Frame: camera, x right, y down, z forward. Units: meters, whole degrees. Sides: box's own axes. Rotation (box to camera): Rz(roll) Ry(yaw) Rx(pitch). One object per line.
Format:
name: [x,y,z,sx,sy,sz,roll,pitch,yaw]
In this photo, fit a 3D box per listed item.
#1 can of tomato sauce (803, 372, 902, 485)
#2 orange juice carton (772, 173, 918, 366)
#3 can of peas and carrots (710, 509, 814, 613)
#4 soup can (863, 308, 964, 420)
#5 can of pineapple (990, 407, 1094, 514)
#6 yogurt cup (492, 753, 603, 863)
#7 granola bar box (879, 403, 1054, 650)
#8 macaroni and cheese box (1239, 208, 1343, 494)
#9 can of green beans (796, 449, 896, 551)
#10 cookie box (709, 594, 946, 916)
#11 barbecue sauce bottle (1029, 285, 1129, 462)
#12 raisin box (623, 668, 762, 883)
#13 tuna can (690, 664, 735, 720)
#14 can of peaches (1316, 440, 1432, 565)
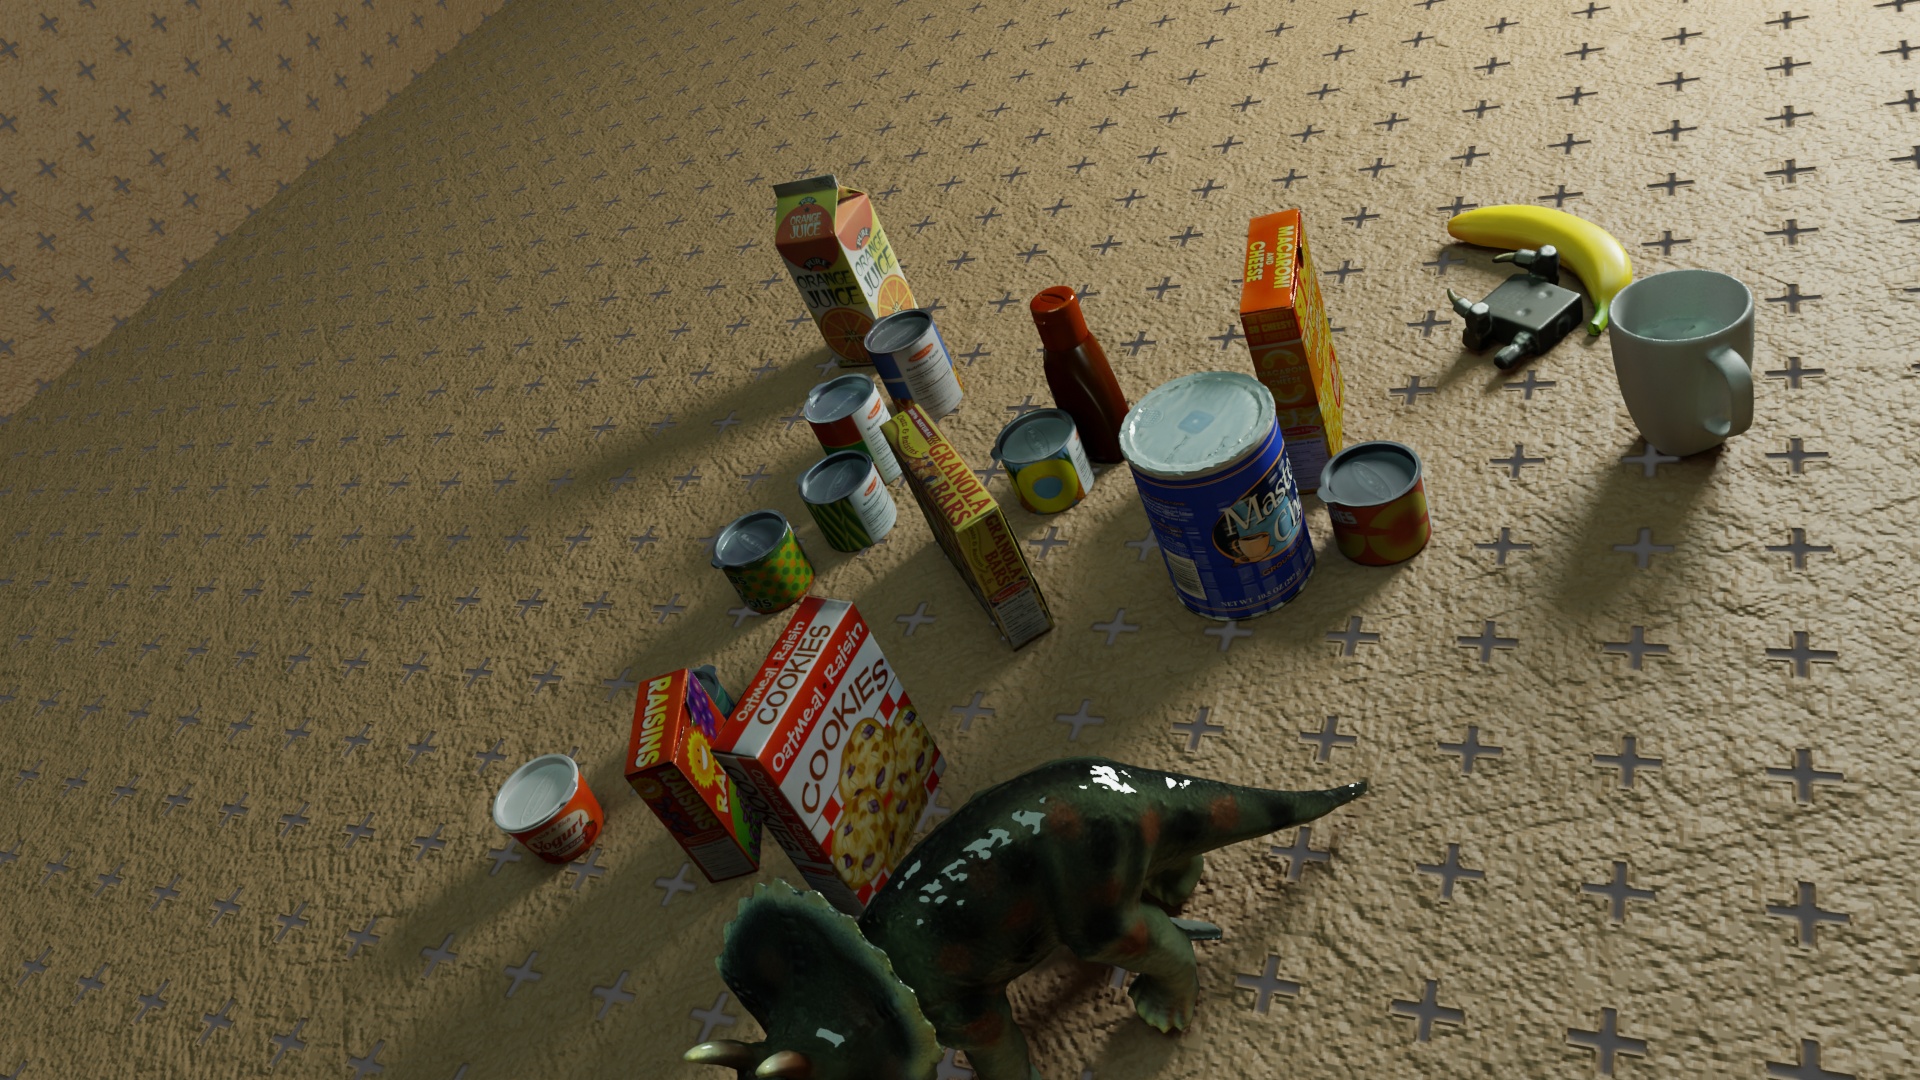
can of tomato sauce: [-0.092,-0.094,1.213,0.071,0.082,0.071,-16,39,13]
orange juice carton: [-0.112,-0.264,1.334,0.072,0.191,0.073,0,45,30]
can of peas and carrots: [-0.163,0.019,1.142,0.071,0.058,0.071,-16,39,13]
soup can: [-0.042,-0.159,1.260,0.071,0.083,0.072,-16,39,13]
can of pineapple: [0.066,-0.063,1.109,0.071,0.057,0.071,-16,39,13]
yogurt cup: [-0.298,0.198,1.013,0.072,0.053,0.073,-16,39,13]
granola bar box: [0.004,-0.013,1.032,0.039,0.123,0.166,-30,38,-5]
macaroni and cheese box: [0.243,-0.136,1.005,0.040,0.165,0.124,-7,41,23]
can of green beans: [-0.094,-0.033,1.164,0.071,0.057,0.071,-16,39,13]
cookie box: [-0.077,0.136,0.869,0.040,0.166,0.123,2,46,31]
barbecue sauce bottle: [0.094,-0.131,1.098,0.044,0.148,0.065,-43,41,-20]
raisin box: [-0.176,0.159,0.934,0.040,0.123,0.086,-18,39,11]
tuna can: [-0.205,0.131,1.057,0.071,0.032,0.071,-16,39,13]
can of peaches: [0.281,-0.024,0.943,0.071,0.057,0.071,-16,39,13]
